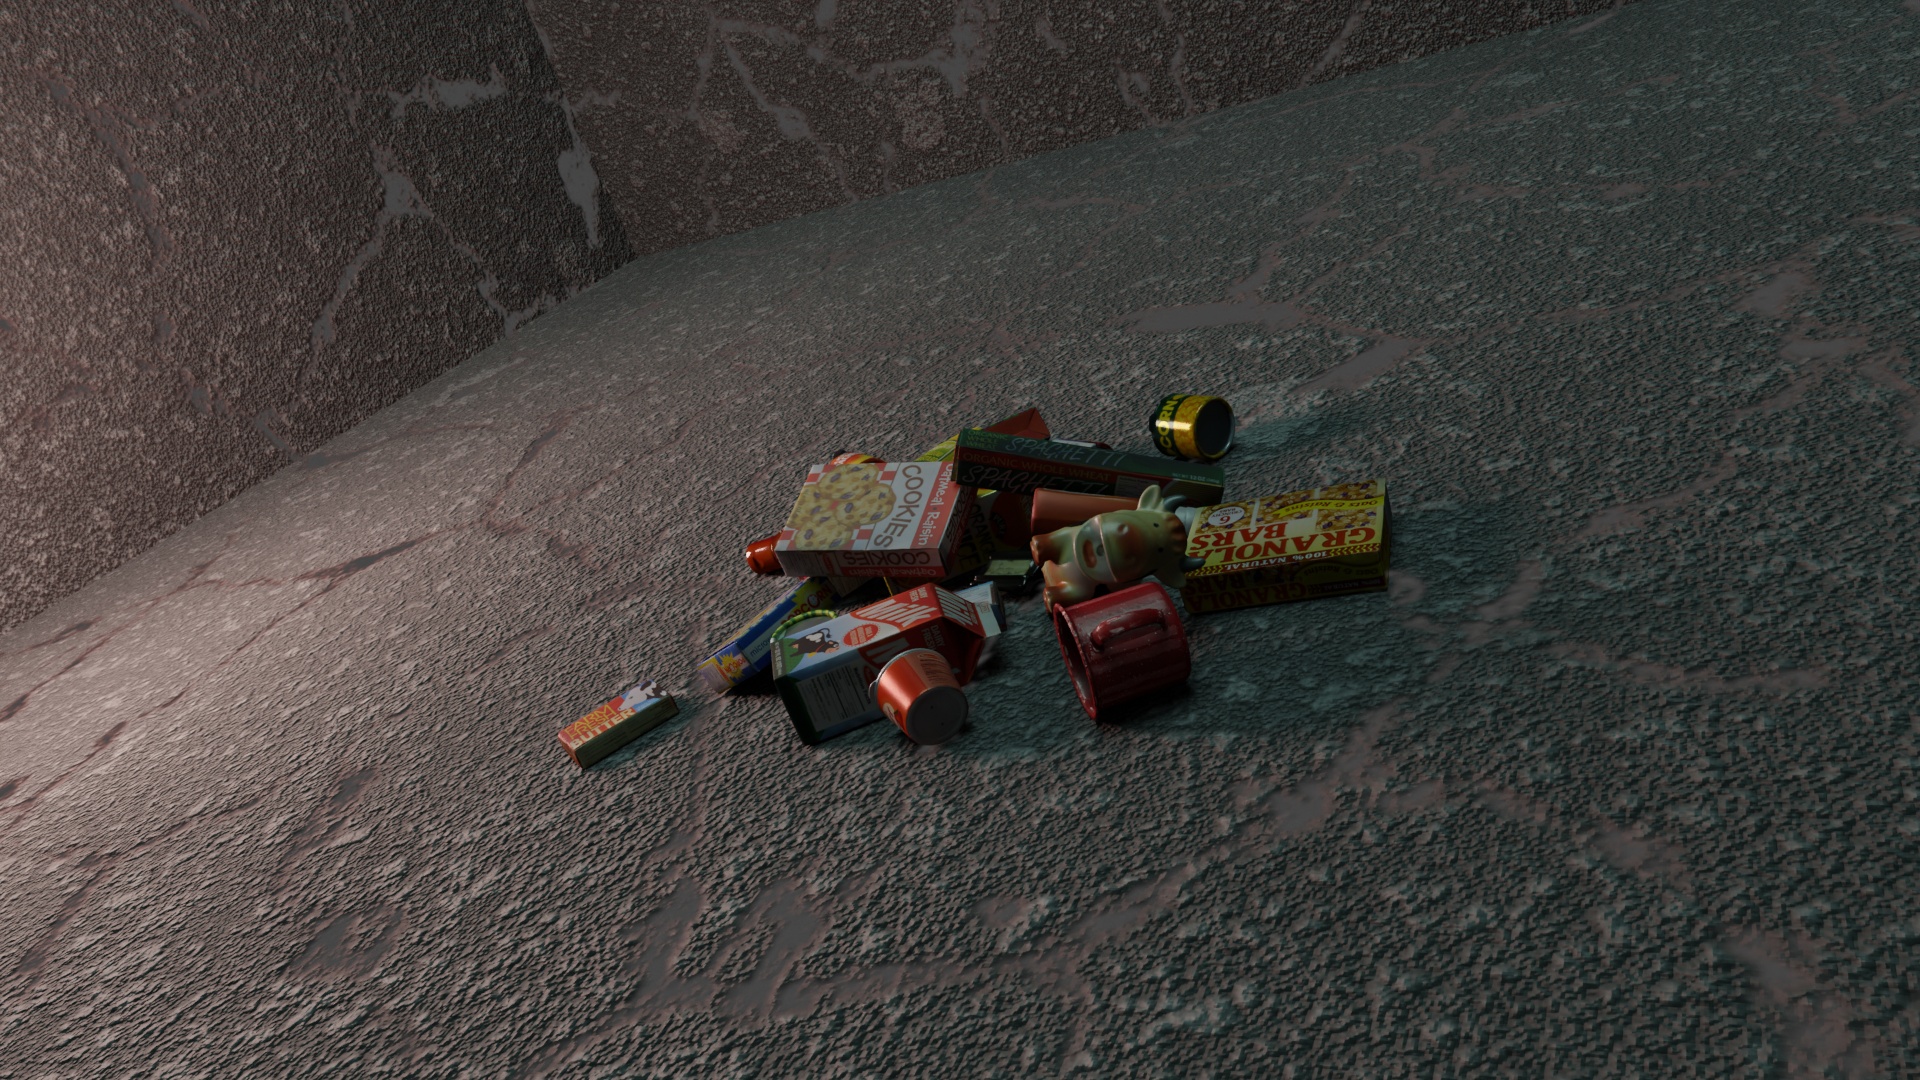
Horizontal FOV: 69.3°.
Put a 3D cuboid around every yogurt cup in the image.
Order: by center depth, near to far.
[{"bbox_3d":[-0.029,0.128,1.115,0.072,0.072,0.054,-26,32,-13],"label":"yogurt cup"}]

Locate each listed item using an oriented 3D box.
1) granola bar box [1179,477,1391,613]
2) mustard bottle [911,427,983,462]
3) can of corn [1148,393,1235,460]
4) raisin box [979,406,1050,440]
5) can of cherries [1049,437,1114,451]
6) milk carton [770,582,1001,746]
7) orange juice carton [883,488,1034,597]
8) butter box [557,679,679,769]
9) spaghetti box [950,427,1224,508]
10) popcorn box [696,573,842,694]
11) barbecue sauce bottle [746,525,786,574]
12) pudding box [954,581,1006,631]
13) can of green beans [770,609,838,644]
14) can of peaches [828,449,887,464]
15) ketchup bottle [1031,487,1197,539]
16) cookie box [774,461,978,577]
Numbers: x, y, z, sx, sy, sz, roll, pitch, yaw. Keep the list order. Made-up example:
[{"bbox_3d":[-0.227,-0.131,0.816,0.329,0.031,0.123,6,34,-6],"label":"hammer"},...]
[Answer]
[{"bbox_3d":[0.274,0.005,1.165,0.165,0.039,0.125,-9,26,24],"label":"granola bar box"},{"bbox_3d":[-0.006,-0.091,1.588,0.065,0.048,0.161,4,33,47],"label":"mustard bottle"},{"bbox_3d":[0.237,-0.117,1.423,0.071,0.071,0.058,-35,28,-31],"label":"can of corn"},{"bbox_3d":[0.044,-0.092,1.489,0.086,0.040,0.123,-25,-10,-11],"label":"raisin box"},{"bbox_3d":[0.122,-0.069,1.417,0.058,0.071,0.072,9,37,44],"label":"can of cherries"},{"bbox_3d":[-0.060,0.098,1.190,0.191,0.073,0.072,-21,24,-1],"label":"milk carton"},{"bbox_3d":[0.005,-0.017,1.391,0.193,0.071,0.073,-22,24,-4],"label":"orange juice carton"},{"bbox_3d":[-0.322,0.171,1.305,0.104,0.024,0.053,-31,26,-23],"label":"butter box"},{"bbox_3d":[0.117,-0.060,1.288,0.250,0.049,0.029,9,45,3],"label":"spaghetti box"},{"bbox_3d":[-0.181,0.087,1.320,0.127,0.038,0.085,-42,6,-40],"label":"popcorn box"},{"bbox_3d":[-0.165,0.002,1.505,0.148,0.064,0.044,-17,20,30],"label":"barbecue sauce bottle"},{"bbox_3d":[-0.002,0.070,1.259,0.084,0.030,0.050,-18,24,5],"label":"pudding box"},{"bbox_3d":[-0.131,0.103,1.256,0.071,0.057,0.071,-17,23,8],"label":"can of green beans"},{"bbox_3d":[-0.116,-0.069,1.602,0.071,0.071,0.058,-32,27,-24],"label":"can of peaches"},{"bbox_3d":[0.140,-0.018,1.266,0.149,0.043,0.064,6,-13,5],"label":"ketchup bottle"},{"bbox_3d":[-0.078,-0.020,1.326,0.167,0.040,0.123,0,44,20],"label":"cookie box"}]
